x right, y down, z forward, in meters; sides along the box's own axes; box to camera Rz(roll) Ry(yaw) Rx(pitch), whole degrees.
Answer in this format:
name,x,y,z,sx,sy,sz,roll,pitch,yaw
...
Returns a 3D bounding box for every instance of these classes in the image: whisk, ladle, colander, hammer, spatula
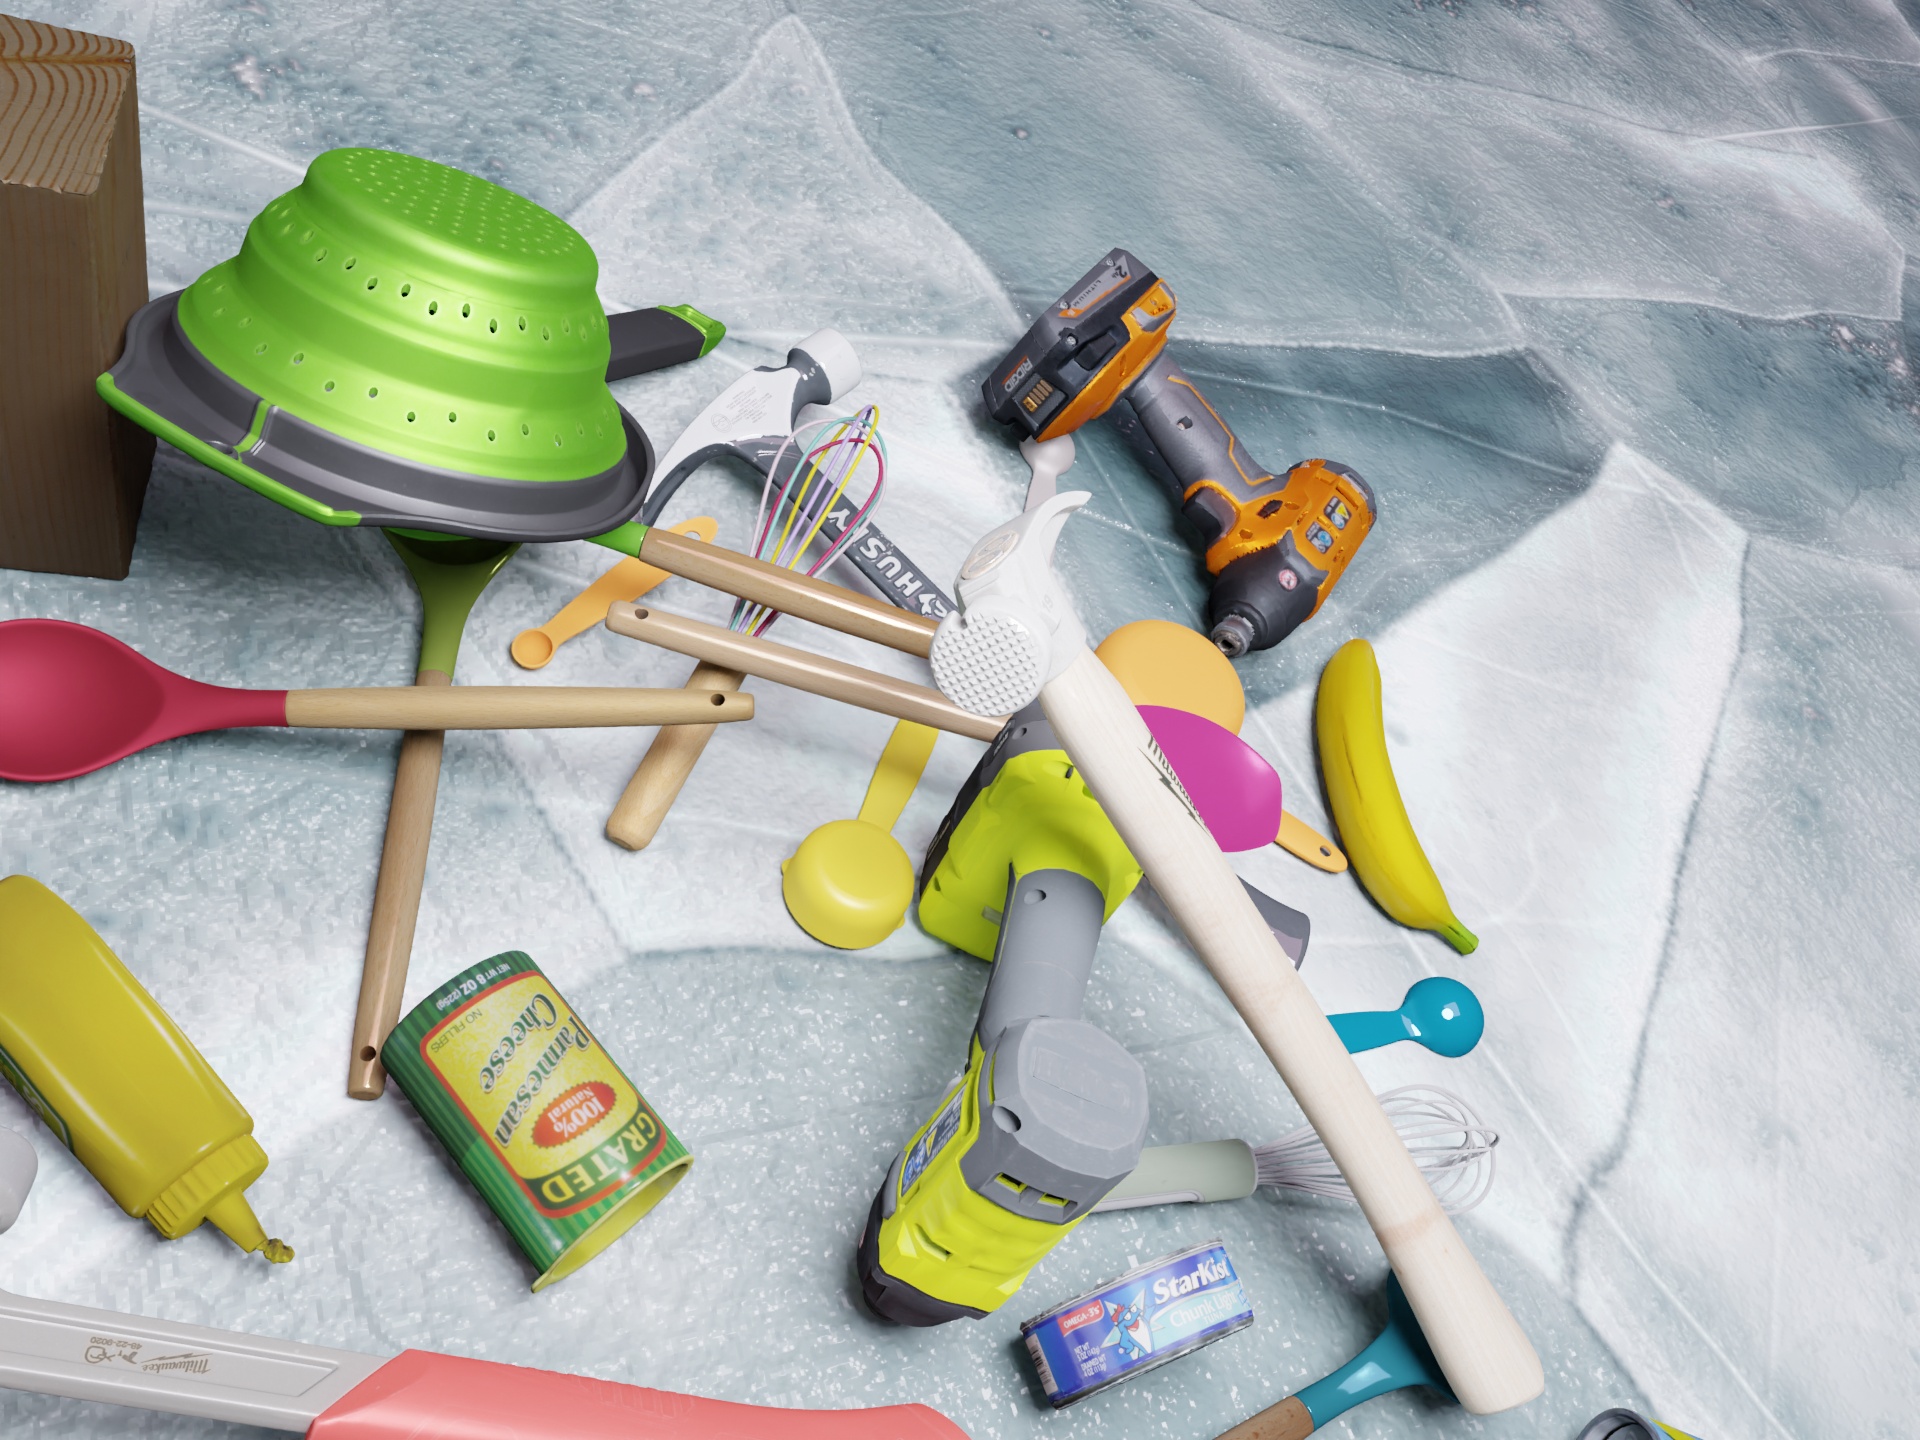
name,x,y,z,sx,sy,sz,roll,pitch,yaw
whisk,-0.095,-0.048,0.732,0.047,0.051,0.245,13,65,32
ladle,-0.241,-0.007,0.636,0.315,0.031,0.069,0,67,-7
colander,-0.186,-0.188,0.702,0.204,0.094,0.397,29,25,5
ladle,-0.226,-0.002,0.666,0.078,0.062,0.320,2,57,-7
whisk,0.130,0.195,0.691,0.246,0.057,0.059,0,65,-19
hammer,0.012,-0.021,0.771,0.149,0.036,0.409,-38,75,-23
hammer,-0.152,0.225,0.496,0.358,0.036,0.149,21,23,-23
spatula,0.111,0.290,0.628,0.317,0.044,0.082,-17,66,-28
hammer,0.121,0.102,0.609,0.410,0.038,0.146,57,25,-16

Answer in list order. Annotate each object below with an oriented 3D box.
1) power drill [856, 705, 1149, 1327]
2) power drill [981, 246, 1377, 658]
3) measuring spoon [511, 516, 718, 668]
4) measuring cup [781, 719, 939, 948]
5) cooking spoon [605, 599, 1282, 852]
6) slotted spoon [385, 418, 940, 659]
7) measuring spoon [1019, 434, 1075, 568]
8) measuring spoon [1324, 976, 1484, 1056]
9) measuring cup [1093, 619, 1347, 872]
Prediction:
name,x,y,z,sx,sy,sz,roll,pitch,yaw
power drill,0.017,0.116,0.627,0.080,0.171,0.223,24,41,-9
power drill,0.124,-0.143,0.900,0.226,0.084,0.164,44,49,-4
measuring spoon,-0.160,-0.060,0.746,0.117,0.011,0.021,-40,77,-22
measuring cup,-0.034,0.036,0.741,0.062,0.029,0.157,27,48,-4
cooking spoon,-0.001,-0.002,0.711,0.318,0.017,0.069,16,60,-11
slotted spoon,-0.113,-0.071,0.695,0.313,0.031,0.070,19,63,-5
measuring spoon,0.049,-0.128,0.905,0.034,0.018,0.124,17,50,-13
measuring spoon,0.207,0.146,0.774,0.128,0.021,0.042,-2,57,-27
measuring cup,0.137,0.015,0.819,0.173,0.052,0.095,35,49,5
